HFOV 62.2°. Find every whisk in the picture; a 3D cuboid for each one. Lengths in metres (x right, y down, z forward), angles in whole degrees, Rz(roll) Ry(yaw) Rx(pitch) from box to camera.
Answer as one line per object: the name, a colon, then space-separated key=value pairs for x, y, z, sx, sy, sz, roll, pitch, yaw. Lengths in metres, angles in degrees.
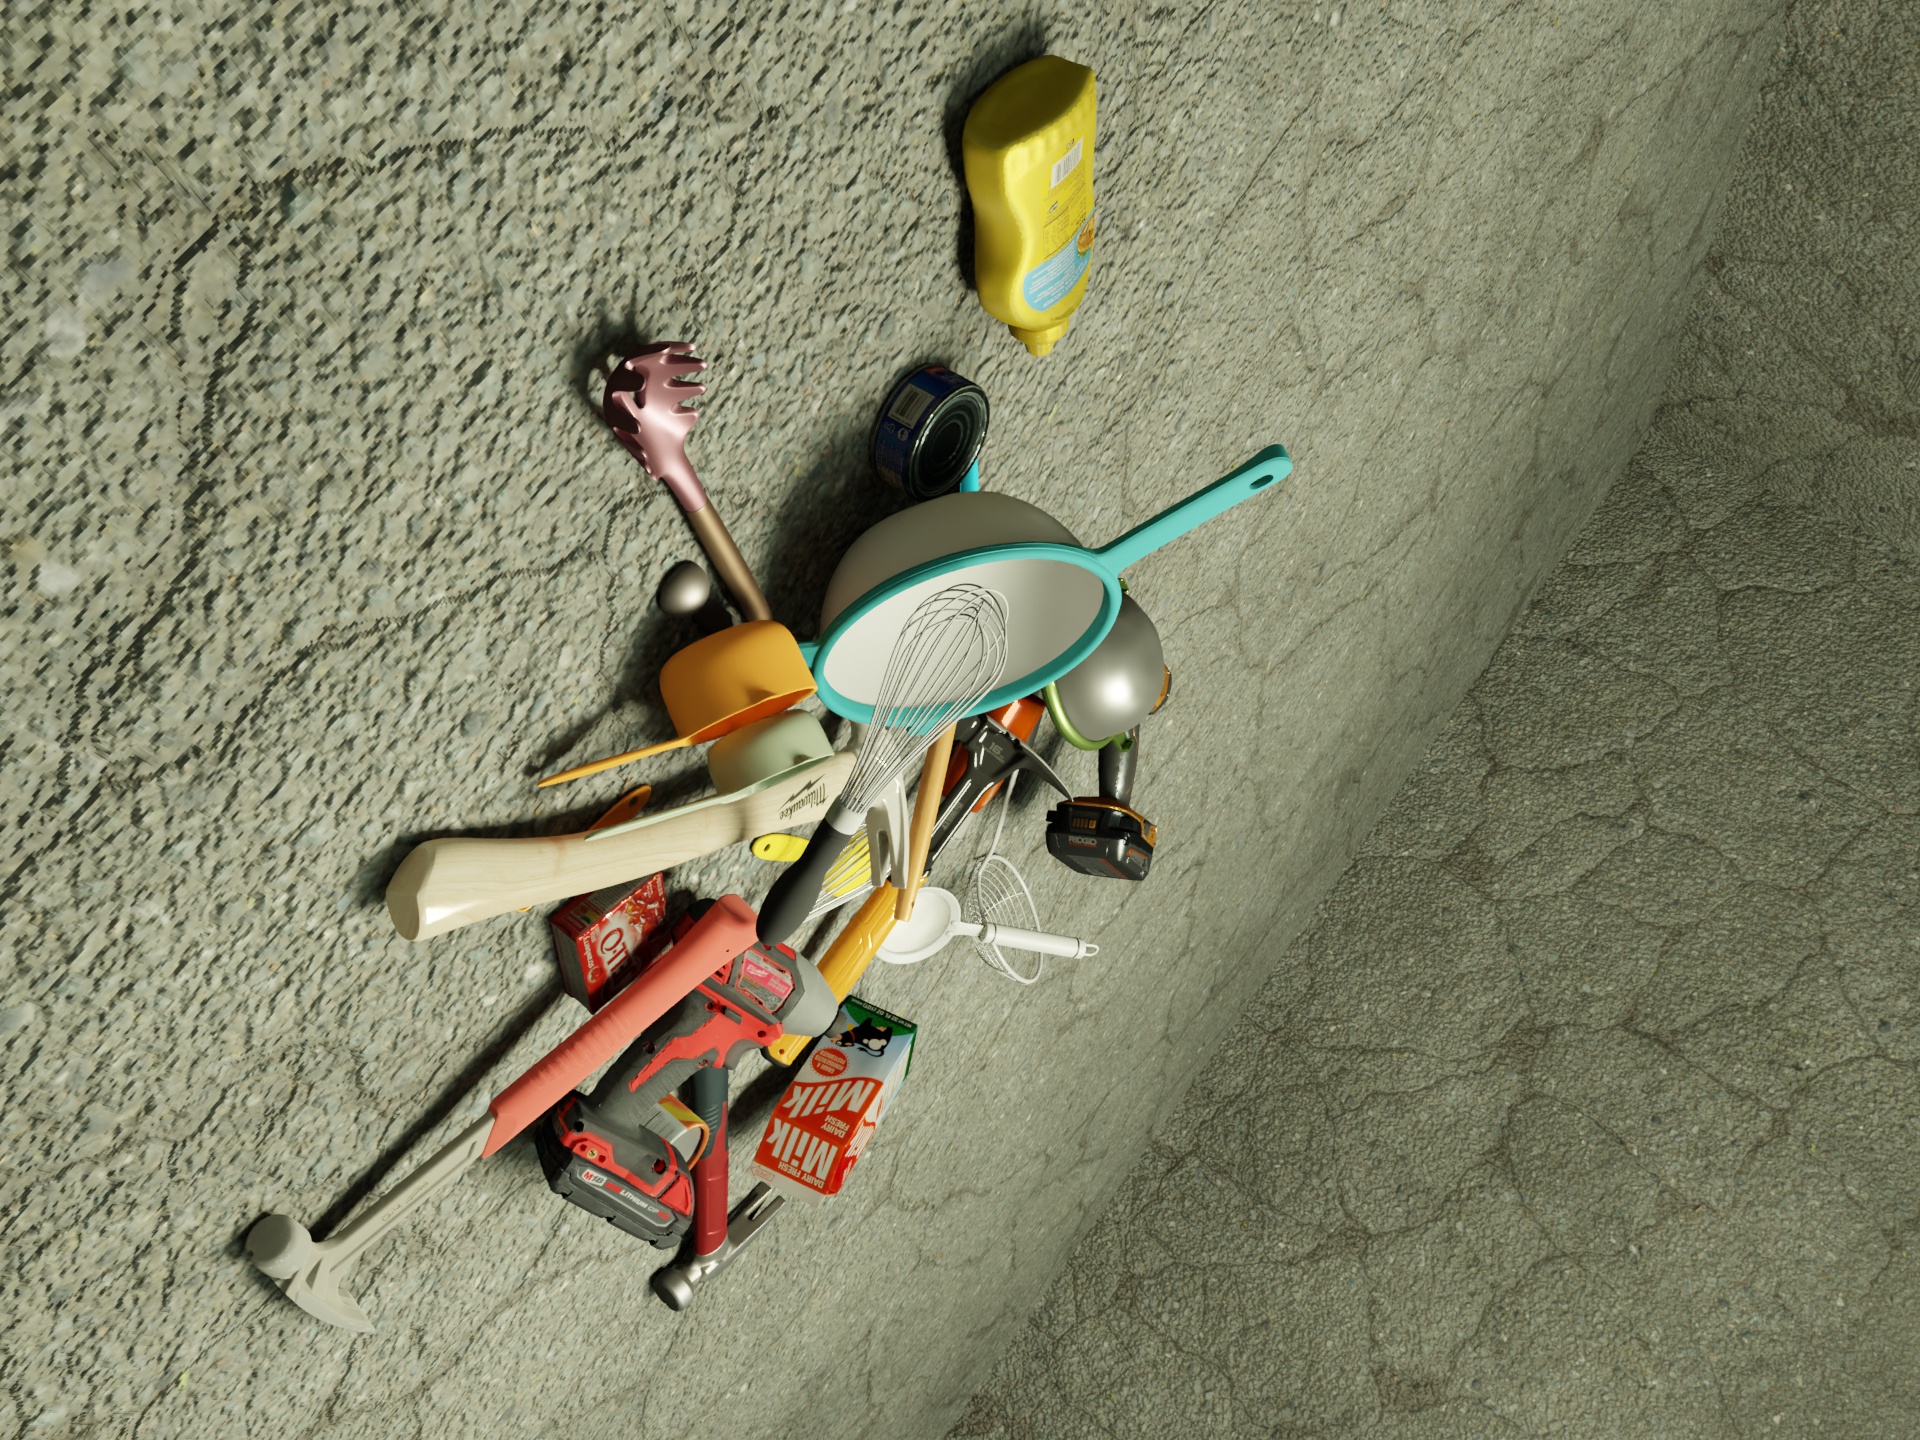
whisk: x=-0.056 y=0.033 z=0.985 sx=0.284 sy=0.070 sz=0.070 roll=-56 pitch=158 yaw=20
whisk: x=-0.139 y=0.153 z=1.180 sx=0.246 sy=0.058 sz=0.059 roll=-41 pitch=108 yaw=-13

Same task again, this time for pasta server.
pasta server: x=-0.136 y=-0.107 z=0.902 sx=0.060 sy=0.040 sz=0.316 roll=-61 pitch=159 yaw=-19

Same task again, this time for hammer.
hammer: x=-0.199 y=0.350 z=1.335 sx=0.143 sy=0.038 sz=0.386 roll=-39 pitch=150 yaw=-39
hammer: x=-0.172 y=0.079 z=1.002 sx=0.410 sy=0.038 sz=0.146 roll=-15 pitch=100 yaw=-52
hammer: x=-0.269 y=0.241 z=1.019 sx=0.359 sy=0.037 sz=0.149 roll=-39 pitch=151 yaw=-19
hammer: x=-0.051 y=0.151 z=1.316 sx=0.337 sy=0.127 sz=0.034 roll=-53 pitch=-163 yaw=1

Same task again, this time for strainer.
strainer: x=0.099 y=-0.054 z=1.265 sx=0.256 sy=0.069 sz=0.151 roll=5 pitch=82 yaw=-58
strainer: x=0.016 y=0.190 z=1.437 sx=0.258 sy=0.050 sz=0.086 roll=14 pitch=116 yaw=-26
strainer: x=0.046 y=-0.115 z=1.036 sx=0.340 sy=0.095 sz=0.210 roll=-28 pitch=153 yaw=18

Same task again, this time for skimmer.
skimmer: x=0.071 y=0.085 z=1.466 sx=0.127 sy=0.090 sz=0.363 roll=-71 pitch=175 yaw=-57

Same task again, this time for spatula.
spatula: x=-0.002 y=-0.004 z=1.214 sx=0.081 sy=0.041 sz=0.323 roll=25 pitch=76 yaw=-66

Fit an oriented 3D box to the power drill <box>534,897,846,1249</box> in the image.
power drill: x=-0.186 y=0.248 z=1.121 sx=0.143 sy=0.079 sz=0.220 roll=37 pitch=85 yaw=-22

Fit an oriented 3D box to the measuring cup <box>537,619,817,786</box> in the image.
measuring cup: x=-0.172 y=-0.011 z=0.934 sx=0.173 sy=0.052 sz=0.095 roll=-20 pitch=175 yaw=-22

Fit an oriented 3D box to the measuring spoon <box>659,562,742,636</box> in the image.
measuring spoon: x=-0.146 y=-0.059 z=0.965 sx=0.034 sy=0.018 sz=0.124 roll=-55 pitch=157 yaw=-7

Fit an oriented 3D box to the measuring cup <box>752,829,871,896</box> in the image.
measuring cup: x=-0.110 y=0.107 z=1.220 sx=0.062 sy=0.029 sz=0.156 roll=-60 pitch=156 yaw=5

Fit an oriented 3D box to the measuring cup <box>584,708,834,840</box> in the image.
measuring cup: x=-0.154 y=0.032 z=0.955 sx=0.167 sy=0.038 sz=0.083 roll=-19 pitch=174 yaw=-34

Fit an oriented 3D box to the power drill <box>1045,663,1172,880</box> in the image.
power drill: x=0.136 y=0.019 z=1.452 sx=0.185 sy=0.084 sz=0.226 roll=40 pitch=58 yaw=-64

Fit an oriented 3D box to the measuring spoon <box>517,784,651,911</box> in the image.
measuring spoon: x=-0.233 y=0.075 z=0.976 sx=0.117 sy=0.011 sz=0.021 roll=-45 pitch=148 yaw=-34

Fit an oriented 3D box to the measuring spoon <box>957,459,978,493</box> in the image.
measuring spoon: x=-0.001 y=-0.146 z=1.147 sx=0.042 sy=0.021 sz=0.128 roll=-35 pitch=138 yaw=-38
